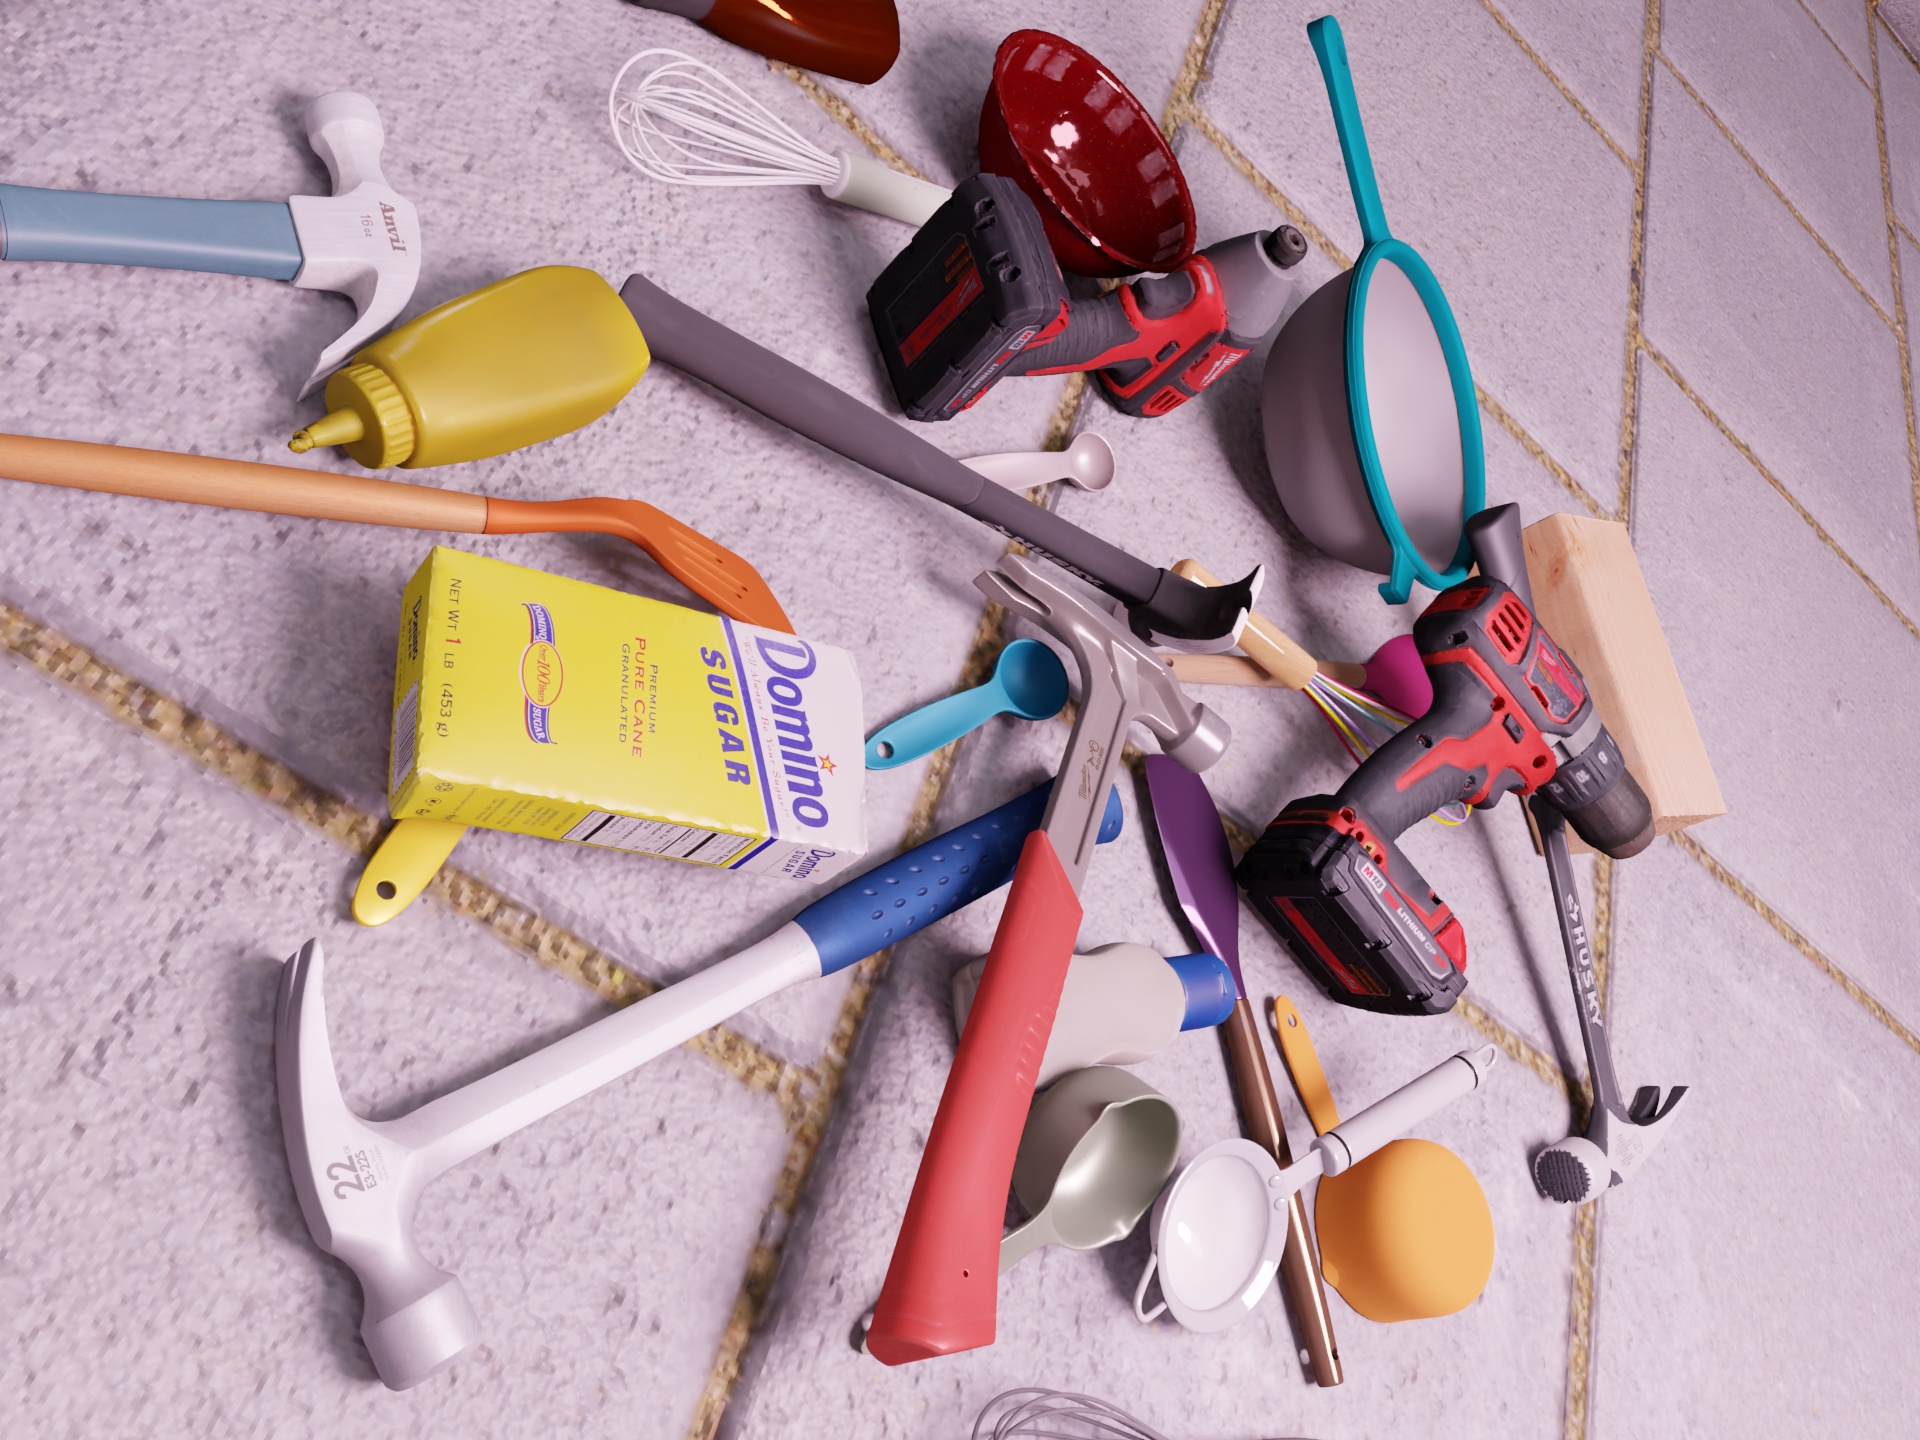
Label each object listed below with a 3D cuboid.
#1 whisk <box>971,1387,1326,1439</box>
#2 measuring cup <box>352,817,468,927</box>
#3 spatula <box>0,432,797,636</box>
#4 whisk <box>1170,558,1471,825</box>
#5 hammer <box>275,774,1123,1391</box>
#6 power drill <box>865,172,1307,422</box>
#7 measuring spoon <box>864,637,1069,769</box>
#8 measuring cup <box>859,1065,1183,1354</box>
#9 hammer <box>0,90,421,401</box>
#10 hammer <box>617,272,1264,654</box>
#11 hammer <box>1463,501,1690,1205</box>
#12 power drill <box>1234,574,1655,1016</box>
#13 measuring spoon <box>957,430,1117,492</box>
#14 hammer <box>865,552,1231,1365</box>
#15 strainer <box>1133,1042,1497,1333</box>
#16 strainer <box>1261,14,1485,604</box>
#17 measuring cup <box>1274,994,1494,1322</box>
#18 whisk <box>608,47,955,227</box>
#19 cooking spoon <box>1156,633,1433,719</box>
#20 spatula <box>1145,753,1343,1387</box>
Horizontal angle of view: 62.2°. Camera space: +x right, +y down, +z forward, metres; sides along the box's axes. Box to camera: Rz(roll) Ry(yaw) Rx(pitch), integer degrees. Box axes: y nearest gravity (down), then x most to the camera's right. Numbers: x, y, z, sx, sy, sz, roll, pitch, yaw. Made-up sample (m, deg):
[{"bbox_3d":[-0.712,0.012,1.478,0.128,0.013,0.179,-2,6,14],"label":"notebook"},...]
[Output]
[{"bbox_3d":[0.097,0.315,0.675,0.238,0.055,0.055,21,58,-36],"label":"whisk"},{"bbox_3d":[-0.177,0.013,0.598,0.062,0.029,0.157,41,47,-17],"label":"measuring cup"},{"bbox_3d":[-0.209,-0.073,0.607,0.322,0.041,0.081,4,32,-30],"label":"spatula"},{"bbox_3d":[0.207,-0.016,0.895,0.244,0.051,0.047,36,82,-22],"label":"whisk"},{"bbox_3d":[-0.073,0.091,0.643,0.405,0.035,0.144,-23,86,-43],"label":"hammer"},{"bbox_3d":[0.075,-0.216,0.834,0.219,0.143,0.079,-8,73,-38],"label":"power drill"},{"bbox_3d":[-0.001,-0.002,0.763,0.128,0.021,0.042,-26,88,-34],"label":"measuring spoon"},{"bbox_3d":[0.020,0.204,0.665,0.167,0.038,0.083,-28,127,-25],"label":"measuring cup"},{"bbox_3d":[-0.348,-0.173,0.546,0.331,0.033,0.128,-10,76,-41],"label":"hammer"},{"bbox_3d":[-0.008,-0.115,0.747,0.334,0.146,0.035,26,84,-18],"label":"hammer"},{"bbox_3d":[0.362,0.069,0.960,0.149,0.036,0.409,-6,85,-43],"label":"hammer"},{"bbox_3d":[0.275,0.056,0.859,0.227,0.080,0.187,-46,105,-22],"label":"power drill"},{"bbox_3d":[0.033,-0.133,0.850,0.124,0.018,0.034,-13,92,-35],"label":"measuring spoon"},{"bbox_3d":[0.024,0.089,0.668,0.149,0.036,0.359,36,48,-17],"label":"hammer"},{"bbox_3d":[0.167,0.209,0.751,0.258,0.050,0.087,-20,104,-29],"label":"strainer"},{"bbox_3d":[0.225,-0.238,0.962,0.211,0.095,0.340,-28,105,-53],"label":"strainer"},{"bbox_3d":[0.211,0.216,0.803,0.095,0.052,0.173,-19,84,-42],"label":"measuring cup"},{"bbox_3d":[-0.070,-0.283,0.814,0.246,0.058,0.059,2,103,-43],"label":"whisk"},{"bbox_3d":[0.220,-0.027,0.947,0.318,0.017,0.069,1,68,-39],"label":"cooking spoon"},{"bbox_3d":[0.145,0.166,0.797,0.059,0.018,0.316,6,66,-46],"label":"spatula"}]
